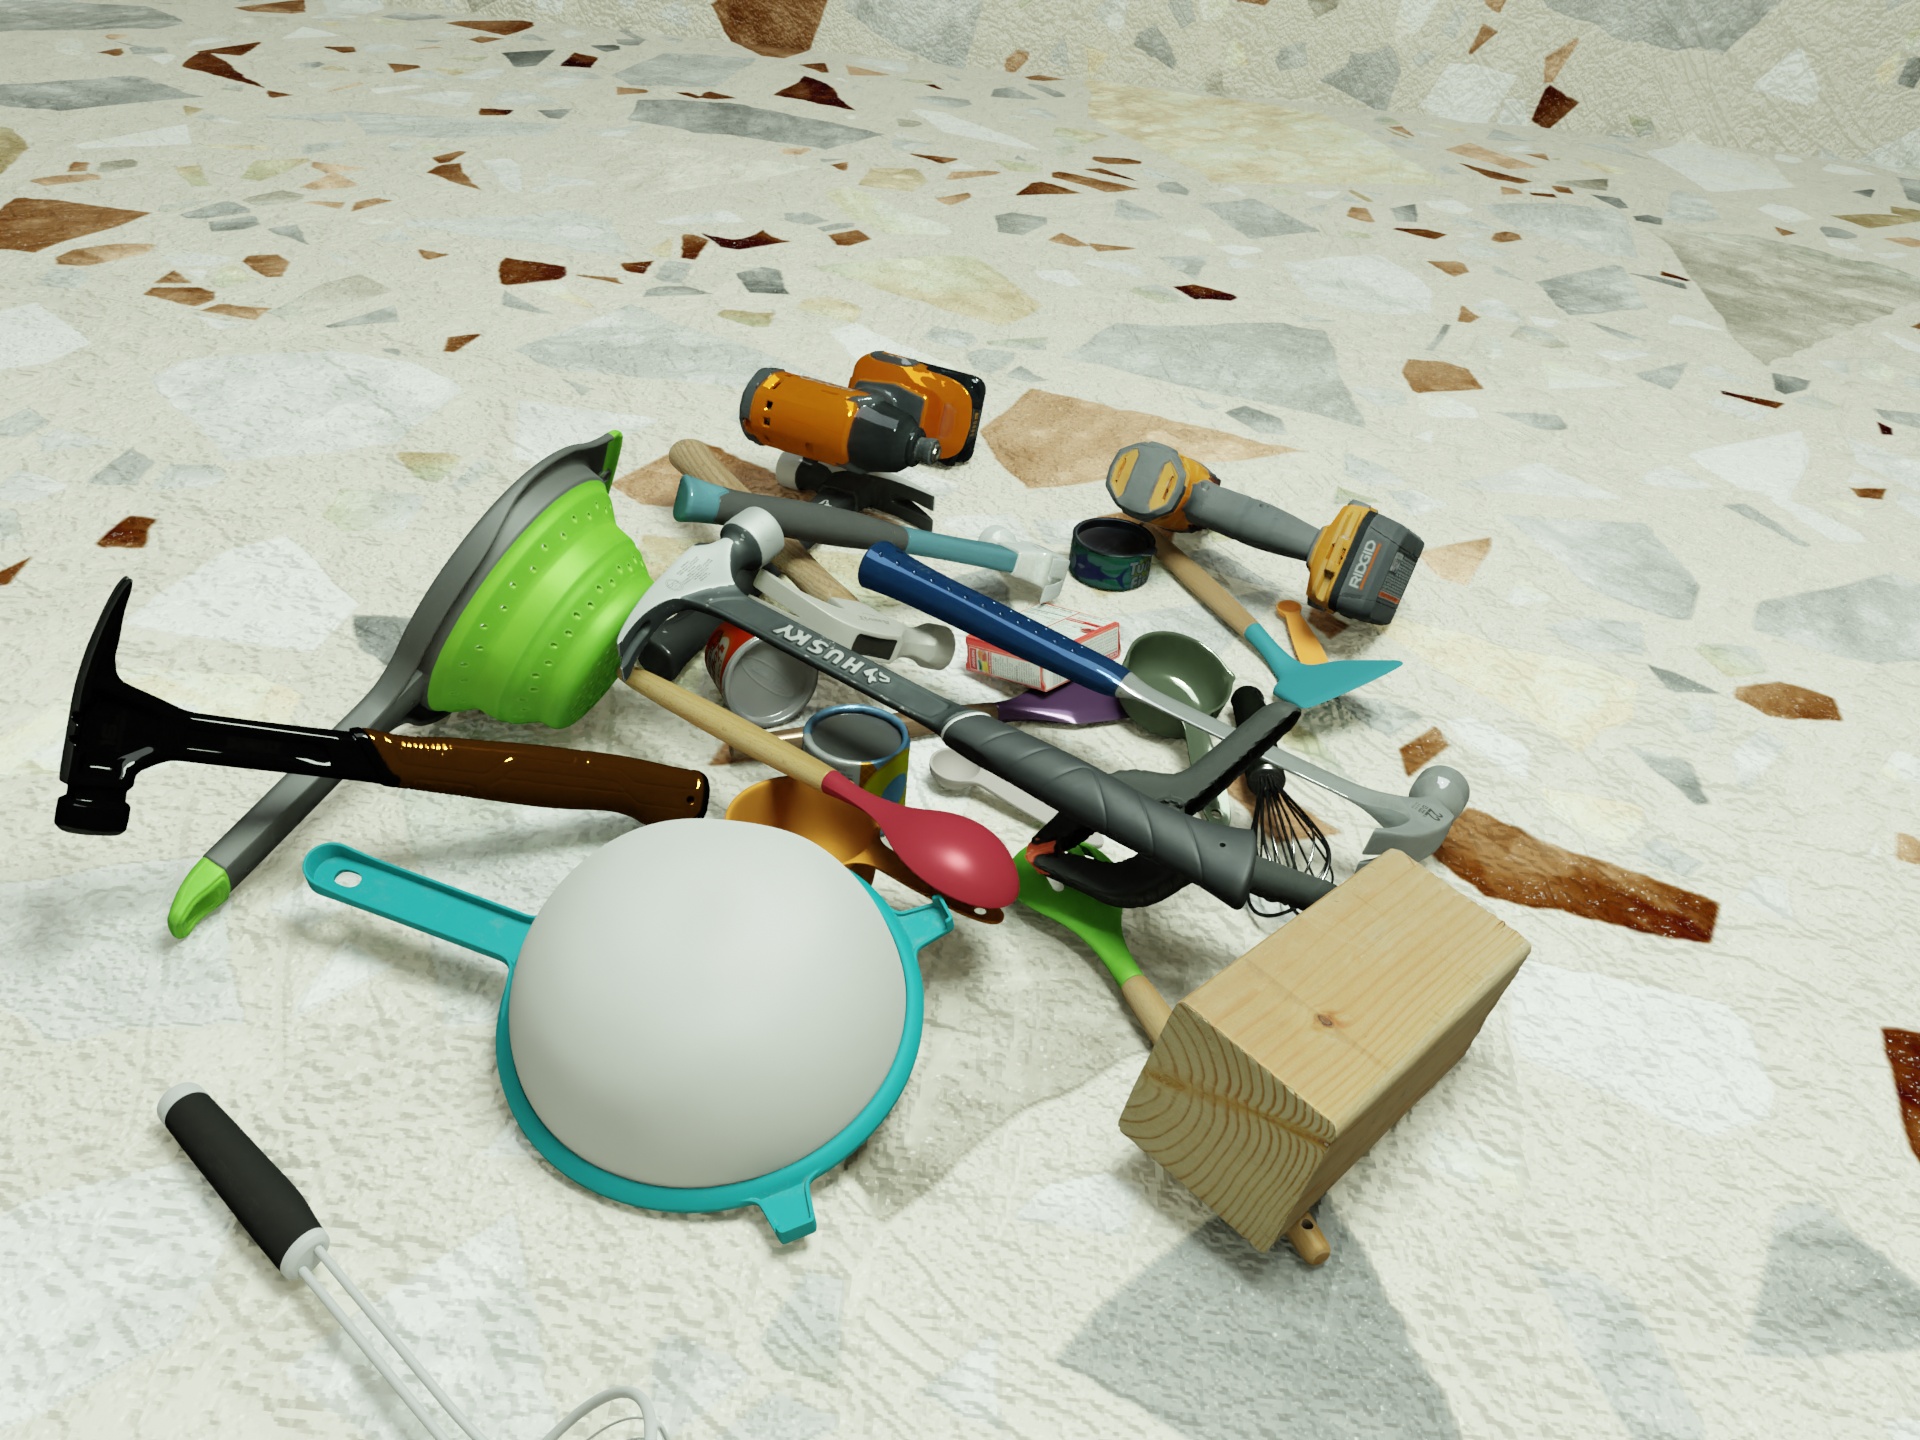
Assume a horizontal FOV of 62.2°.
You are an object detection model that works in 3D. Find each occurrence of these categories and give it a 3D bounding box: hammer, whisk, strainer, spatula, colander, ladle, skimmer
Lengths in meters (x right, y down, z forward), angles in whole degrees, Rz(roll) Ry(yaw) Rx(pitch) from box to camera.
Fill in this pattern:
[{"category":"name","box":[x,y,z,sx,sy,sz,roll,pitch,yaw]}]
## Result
[{"category":"hammer","box":[-0.139,-0.120,1.202,0.146,0.035,0.335,16,36,16]},{"category":"whisk","box":[0.195,0.044,1.011,0.057,0.059,0.247,46,22,-21]},{"category":"strainer","box":[-0.183,0.099,0.774,0.340,0.095,0.211,17,51,13]},{"category":"spatula","box":[-0.002,-0.003,1.068,0.316,0.018,0.060,-8,39,-22]},{"category":"hammer","box":[-0.016,-0.002,0.895,0.409,0.036,0.149,28,50,24]},{"category":"colander","box":[-0.291,-0.007,0.942,0.094,0.204,0.397,35,56,-1]},{"category":"ladle","box":[-0.092,0.026,0.911,0.316,0.031,0.069,26,22,33]},{"category":"hammer","box":[-0.136,-0.129,1.137,0.130,0.031,0.332,8,25,-38]},{"category":"hammer","box":[0.109,-0.017,0.988,0.406,0.035,0.144,27,27,20]},{"category":"skimmer","box":[-0.241,0.235,0.616,0.364,0.090,0.127,30,72,34]},{"category":"spatula","box":[0.209,-0.090,1.206,0.082,0.044,0.318,-24,40,-12]},{"category":"hammer","box":[-0.291,0.015,0.861,0.336,0.127,0.034,10,1,-33]},{"category":"hammer","box":[-0.056,-0.131,1.125,0.330,0.033,0.128,6,17,-39]}]

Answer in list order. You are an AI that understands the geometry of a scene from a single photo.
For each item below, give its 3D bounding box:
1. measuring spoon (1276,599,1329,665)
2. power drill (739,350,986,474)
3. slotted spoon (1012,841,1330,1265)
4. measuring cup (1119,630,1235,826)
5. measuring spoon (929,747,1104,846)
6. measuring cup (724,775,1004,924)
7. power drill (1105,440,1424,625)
[{"category":"measuring spoon","box":[0.259,-0.055,1.196,0.021,0.011,0.117,-5,38,-3]},{"category":"power drill","box":[-0.060,-0.251,1.325,0.164,0.084,0.226,19,21,18]},{"category":"slotted spoon","box":[0.106,0.157,0.844,0.070,0.031,0.314,-11,39,-20]},{"category":"measuring cup","box":[0.150,0.014,1.061,0.083,0.038,0.168,4,51,-16]},{"category":"measuring spoon","box":[0.034,0.053,0.999,0.124,0.018,0.034,27,39,17]},{"category":"measuring cup","box":[-0.054,0.092,0.892,0.174,0.052,0.095,23,38,21]},{"category":"power drill","box":[0.241,-0.150,1.246,0.226,0.084,0.185,25,10,22]}]
